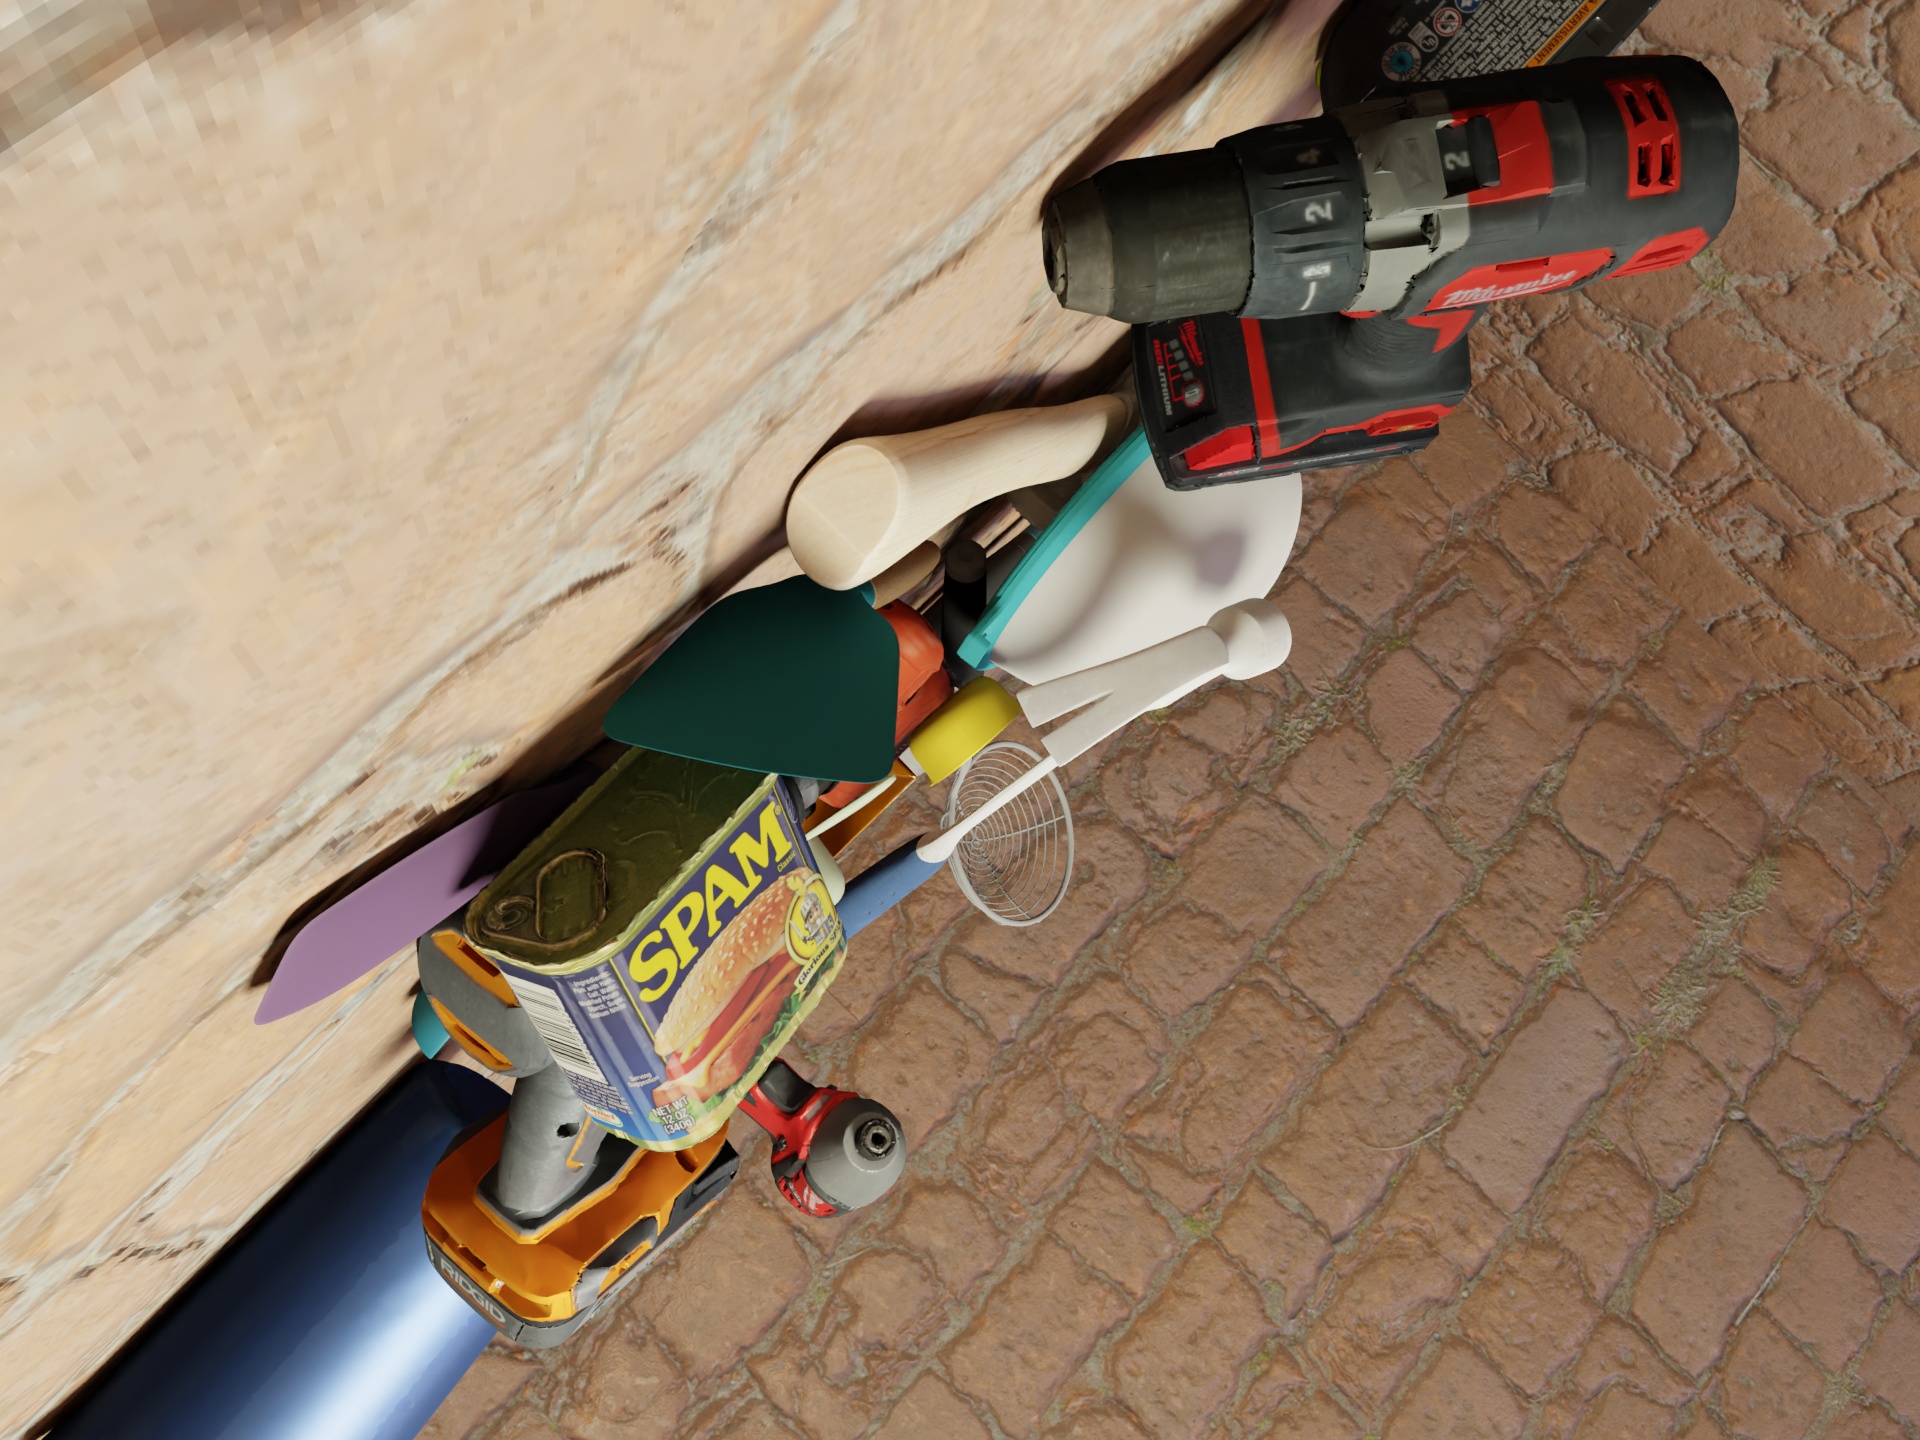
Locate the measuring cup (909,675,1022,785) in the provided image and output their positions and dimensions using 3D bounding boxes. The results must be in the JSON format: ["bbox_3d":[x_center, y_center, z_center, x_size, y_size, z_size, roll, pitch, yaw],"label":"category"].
[{"bbox_3d":[-0.001,-0.003,0.826,0.062,0.029,0.156,-40,-174,2],"label":"measuring cup"}]

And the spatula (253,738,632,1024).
[{"bbox_3d":[-0.108,0.012,0.525,0.059,0.018,0.316,-53,174,32],"label":"spatula"}]

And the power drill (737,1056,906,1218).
[{"bbox_3d":[-0.122,0.189,0.898,0.078,0.219,0.143,-45,178,-28],"label":"power drill"}]

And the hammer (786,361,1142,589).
[{"bbox_3d":[0.032,-0.116,0.633,0.146,0.038,0.411,-48,177,20],"label":"hammer"}]

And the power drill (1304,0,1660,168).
[{"bbox_3d":[0.212,-0.274,0.649,0.190,0.080,0.228,-46,-179,12],"label":"power drill"}]

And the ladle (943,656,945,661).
[{"bbox_3d":[0.041,-0.110,1.147,0.315,0.031,0.069,-47,177,-7],"label":"ladle"}]

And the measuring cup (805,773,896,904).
[{"bbox_3d":[-0.066,0.072,0.742,0.083,0.038,0.167,-37,180,-44],"label":"measuring cup"}]

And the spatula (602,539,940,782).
[{"bbox_3d":[-0.037,-0.038,0.582,0.317,0.082,0.044,-55,154,-77],"label":"spatula"}]

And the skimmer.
[{"bbox_3d":[0.033,0.011,0.983,0.363,0.090,0.127,89,18,-60],"label":"skimmer"}]

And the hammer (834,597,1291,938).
[{"bbox_3d":[-0.012,0.061,0.805,0.144,0.035,0.405,-21,167,-42],"label":"hammer"}]

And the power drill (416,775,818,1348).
[{"bbox_3d":[-0.124,0.116,0.600,0.164,0.084,0.226,-36,152,-45],"label":"power drill"}]

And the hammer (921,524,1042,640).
[{"bbox_3d":[0.032,-0.100,1.004,0.331,0.033,0.128,-45,179,-32],"label":"hammer"}]

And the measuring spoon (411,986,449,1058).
[{"bbox_3d":[-0.198,0.103,0.635,0.042,0.021,0.128,-50,-172,-6],"label":"measuring spoon"}]

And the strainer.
[{"bbox_3d":[0.118,-0.078,0.872,0.211,0.095,0.340,-48,172,7],"label":"strainer"}]

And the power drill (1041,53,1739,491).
[{"bbox_3d":[0.110,-0.137,0.518,0.188,0.080,0.226,-10,178,-4],"label":"power drill"}]
